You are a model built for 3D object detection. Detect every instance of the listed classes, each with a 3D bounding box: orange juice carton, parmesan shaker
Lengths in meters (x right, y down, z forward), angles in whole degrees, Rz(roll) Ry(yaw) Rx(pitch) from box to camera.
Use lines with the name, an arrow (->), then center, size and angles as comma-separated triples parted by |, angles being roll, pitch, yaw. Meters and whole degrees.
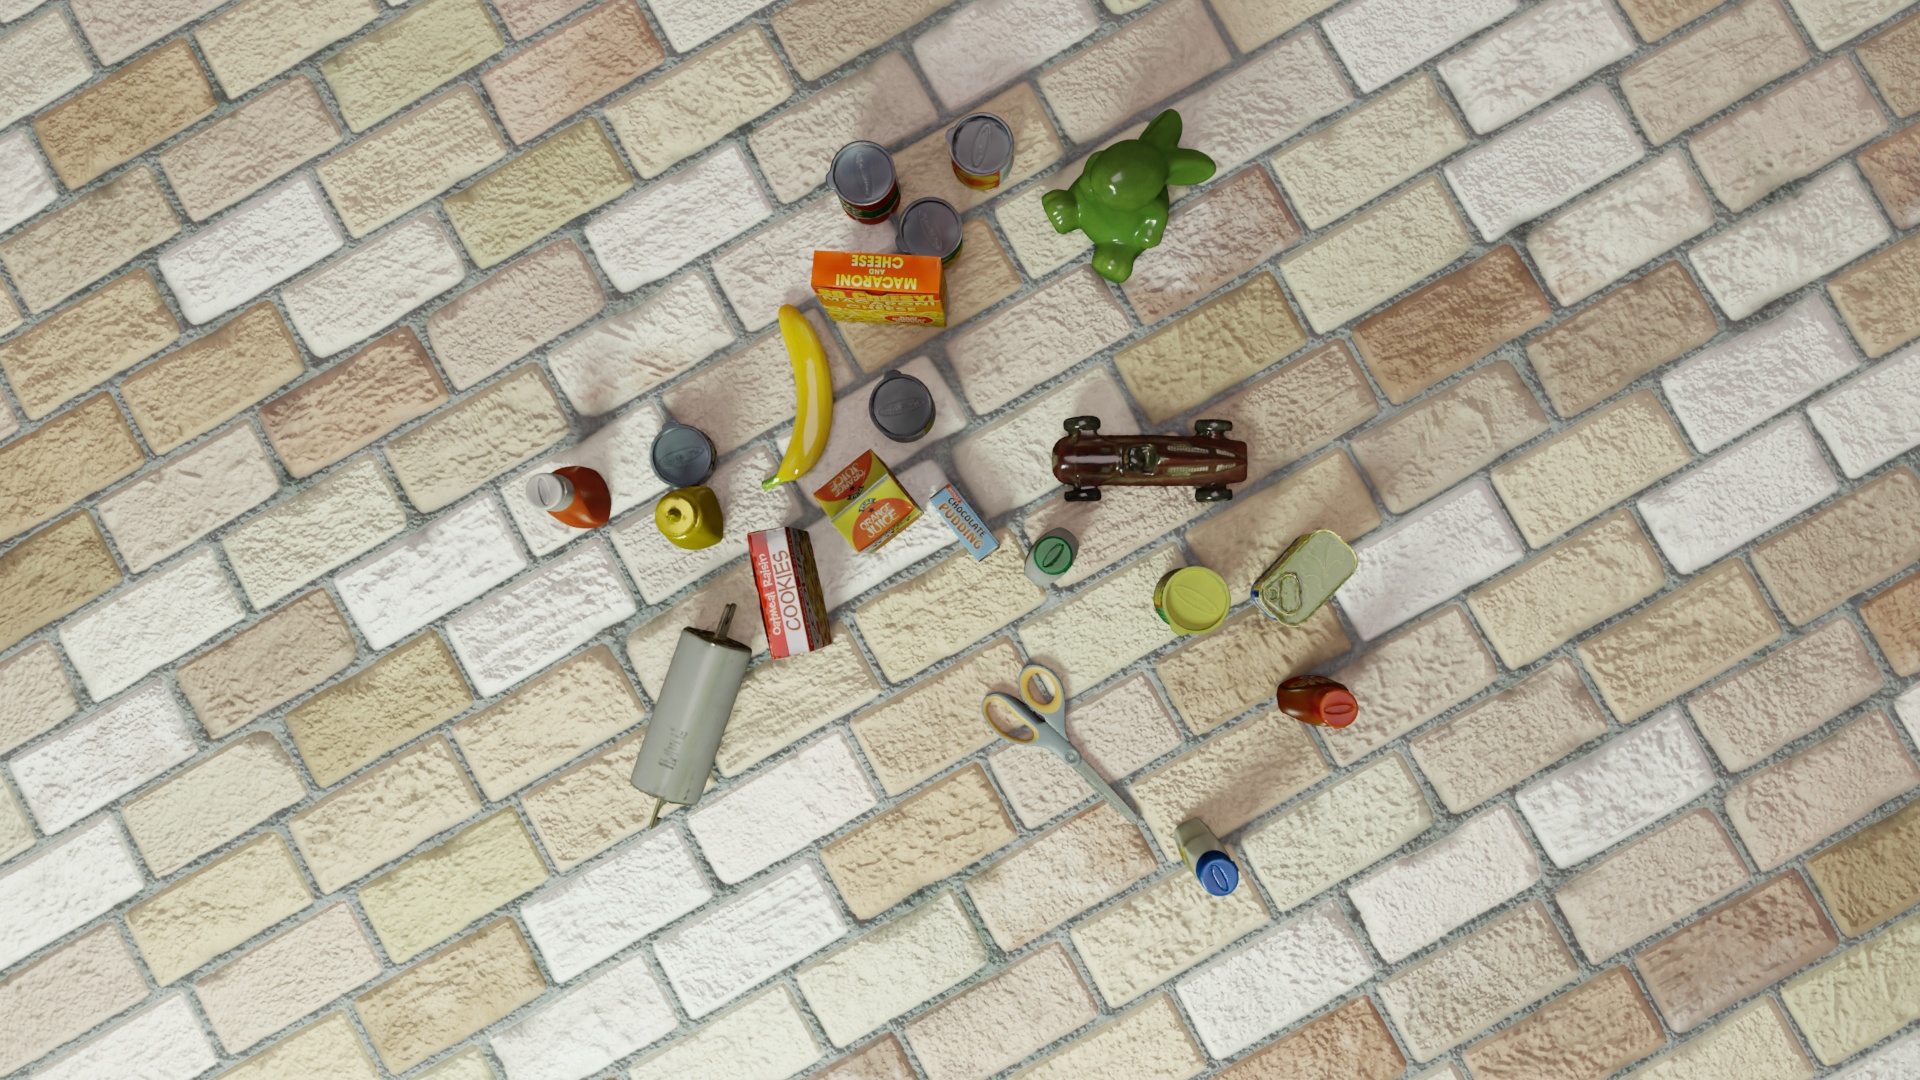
orange juice carton -> -0.090, -0.037, 1.365 | 0.072, 0.192, 0.073 | -38, 88, 1
parmesan shaker -> 0.229, 0.061, 1.396 | 0.071, 0.103, 0.071 | 0, 88, 2

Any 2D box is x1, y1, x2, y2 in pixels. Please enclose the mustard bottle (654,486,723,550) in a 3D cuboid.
mustard bottle -> -0.274, -0.024, 1.387 | 0.049, 0.160, 0.065 | -13, 88, 2

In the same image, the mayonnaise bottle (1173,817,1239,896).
mayonnaise bottle -> 0.243, 0.315, 1.363 | 0.041, 0.148, 0.065 | -28, 88, 1

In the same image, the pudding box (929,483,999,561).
pudding box -> 0.005, -0.018, 1.433 | 0.030, 0.049, 0.084 | -38, 87, 1

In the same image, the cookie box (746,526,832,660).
cookie box -> -0.168, 0.051, 1.377 | 0.040, 0.167, 0.123 | -12, 88, 2

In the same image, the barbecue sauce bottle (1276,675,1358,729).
barbecue sauce bottle -> 0.355, 0.159, 1.366 | 0.065, 0.148, 0.043 | -7, 88, 2

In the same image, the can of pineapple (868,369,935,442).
can of pineapple -> -0.059, -0.137, 1.436 | 0.071, 0.058, 0.071 | 0, 88, 2

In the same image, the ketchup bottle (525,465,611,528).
ketchup bottle -> -0.394, -0.046, 1.398 | 0.043, 0.149, 0.064 | -14, 88, 2

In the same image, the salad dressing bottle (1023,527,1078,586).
salad dressing bottle -> 0.091, 0.016, 1.380 | 0.044, 0.147, 0.064 | 40, 90, 3

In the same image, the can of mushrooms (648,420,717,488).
can of mushrooms -> -0.290, -0.090, 1.454 | 0.071, 0.033, 0.071 | 0, 88, 2

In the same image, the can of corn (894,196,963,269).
can of corn -> -0.032, -0.315, 1.442 | 0.071, 0.058, 0.071 | 0, 88, 2

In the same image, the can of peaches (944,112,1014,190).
can of peaches -> 0.020, -0.404, 1.443 | 0.071, 0.058, 0.071 | 0, 88, 2

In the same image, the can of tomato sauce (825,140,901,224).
can of tomato sauce -> -0.099, -0.367, 1.433 | 0.071, 0.083, 0.071 | 0, 88, 2

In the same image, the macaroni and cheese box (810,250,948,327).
macaroni and cheese box -> -0.076, -0.249, 1.386 | 0.124, 0.166, 0.040 | 4, 89, 2
